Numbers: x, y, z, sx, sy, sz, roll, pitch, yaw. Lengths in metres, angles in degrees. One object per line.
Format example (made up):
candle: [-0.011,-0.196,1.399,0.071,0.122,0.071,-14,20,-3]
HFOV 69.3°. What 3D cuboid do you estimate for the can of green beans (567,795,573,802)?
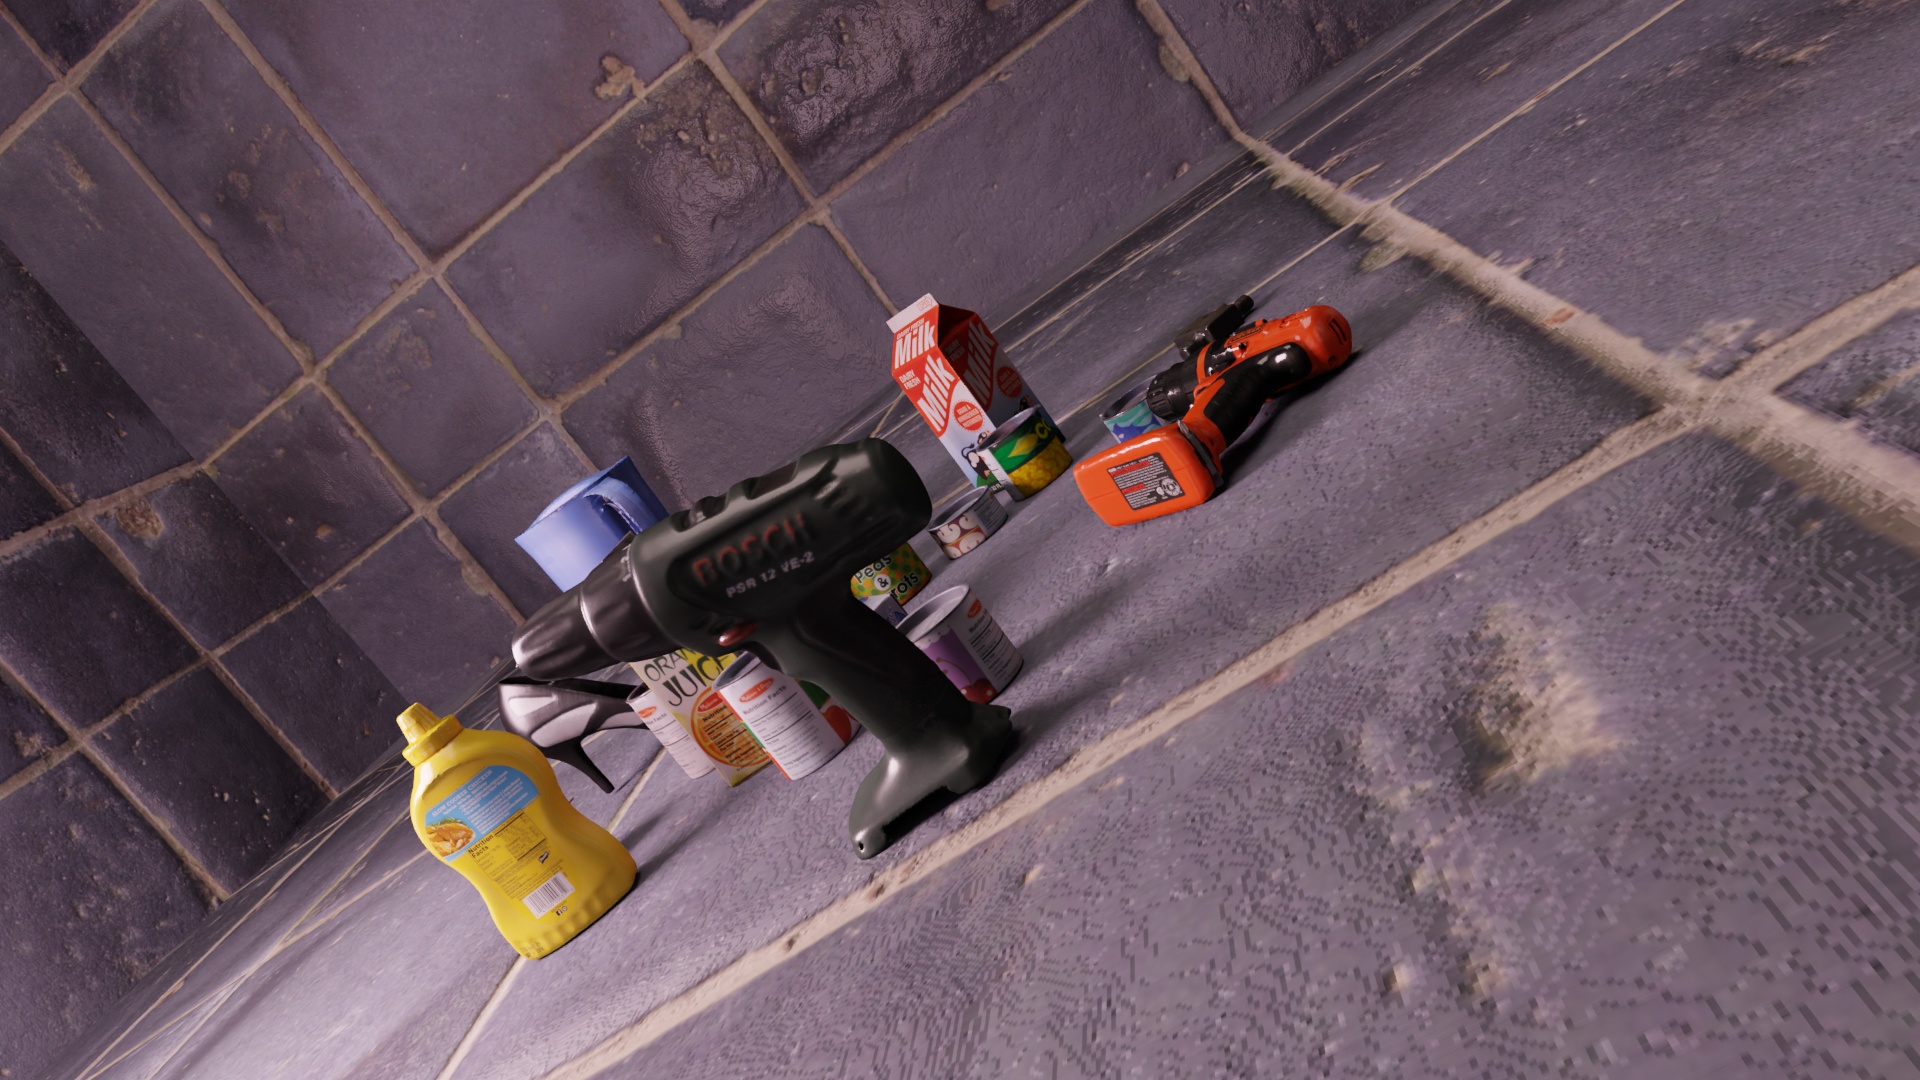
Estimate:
can of green beans: [-0.309,0.242,1.061,0.071,0.057,0.071,-35,11,8]

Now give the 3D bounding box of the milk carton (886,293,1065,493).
milk carton: [0.007,-0.142,1.309,0.072,0.190,0.074,-25,16,47]

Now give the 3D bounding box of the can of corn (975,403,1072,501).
can of corn: [0.059,-0.078,1.233,0.071,0.058,0.071,-35,11,8]

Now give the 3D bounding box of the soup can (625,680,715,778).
soup can: [-0.217,0.139,1.128,0.071,0.083,0.071,-35,11,8]

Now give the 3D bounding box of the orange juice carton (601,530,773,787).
orange juice carton: [-0.192,0.078,1.024,0.073,0.192,0.072,-34,12,15]

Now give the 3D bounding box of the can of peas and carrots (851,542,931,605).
can of peas and carrots: [-0.067,0.026,1.193,0.071,0.058,0.071,-35,11,8]

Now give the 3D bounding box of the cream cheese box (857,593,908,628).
cream cheese box: [-0.062,0.068,1.025,0.024,0.053,0.103,-42,12,-23]

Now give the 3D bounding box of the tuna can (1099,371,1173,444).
tuna can: [0.149,-0.105,1.138,0.071,0.033,0.071,-35,12,8]

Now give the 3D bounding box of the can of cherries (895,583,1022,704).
can of cherries: [-0.007,0.070,0.845,0.071,0.058,0.071,-35,11,8]

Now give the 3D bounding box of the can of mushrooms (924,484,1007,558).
can of mushrooms: [0.004,-0.015,1.209,0.071,0.033,0.071,-35,12,8]

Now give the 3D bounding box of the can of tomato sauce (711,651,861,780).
can of tomato sauce: [-0.117,0.110,0.948,0.071,0.083,0.071,-35,11,8]
